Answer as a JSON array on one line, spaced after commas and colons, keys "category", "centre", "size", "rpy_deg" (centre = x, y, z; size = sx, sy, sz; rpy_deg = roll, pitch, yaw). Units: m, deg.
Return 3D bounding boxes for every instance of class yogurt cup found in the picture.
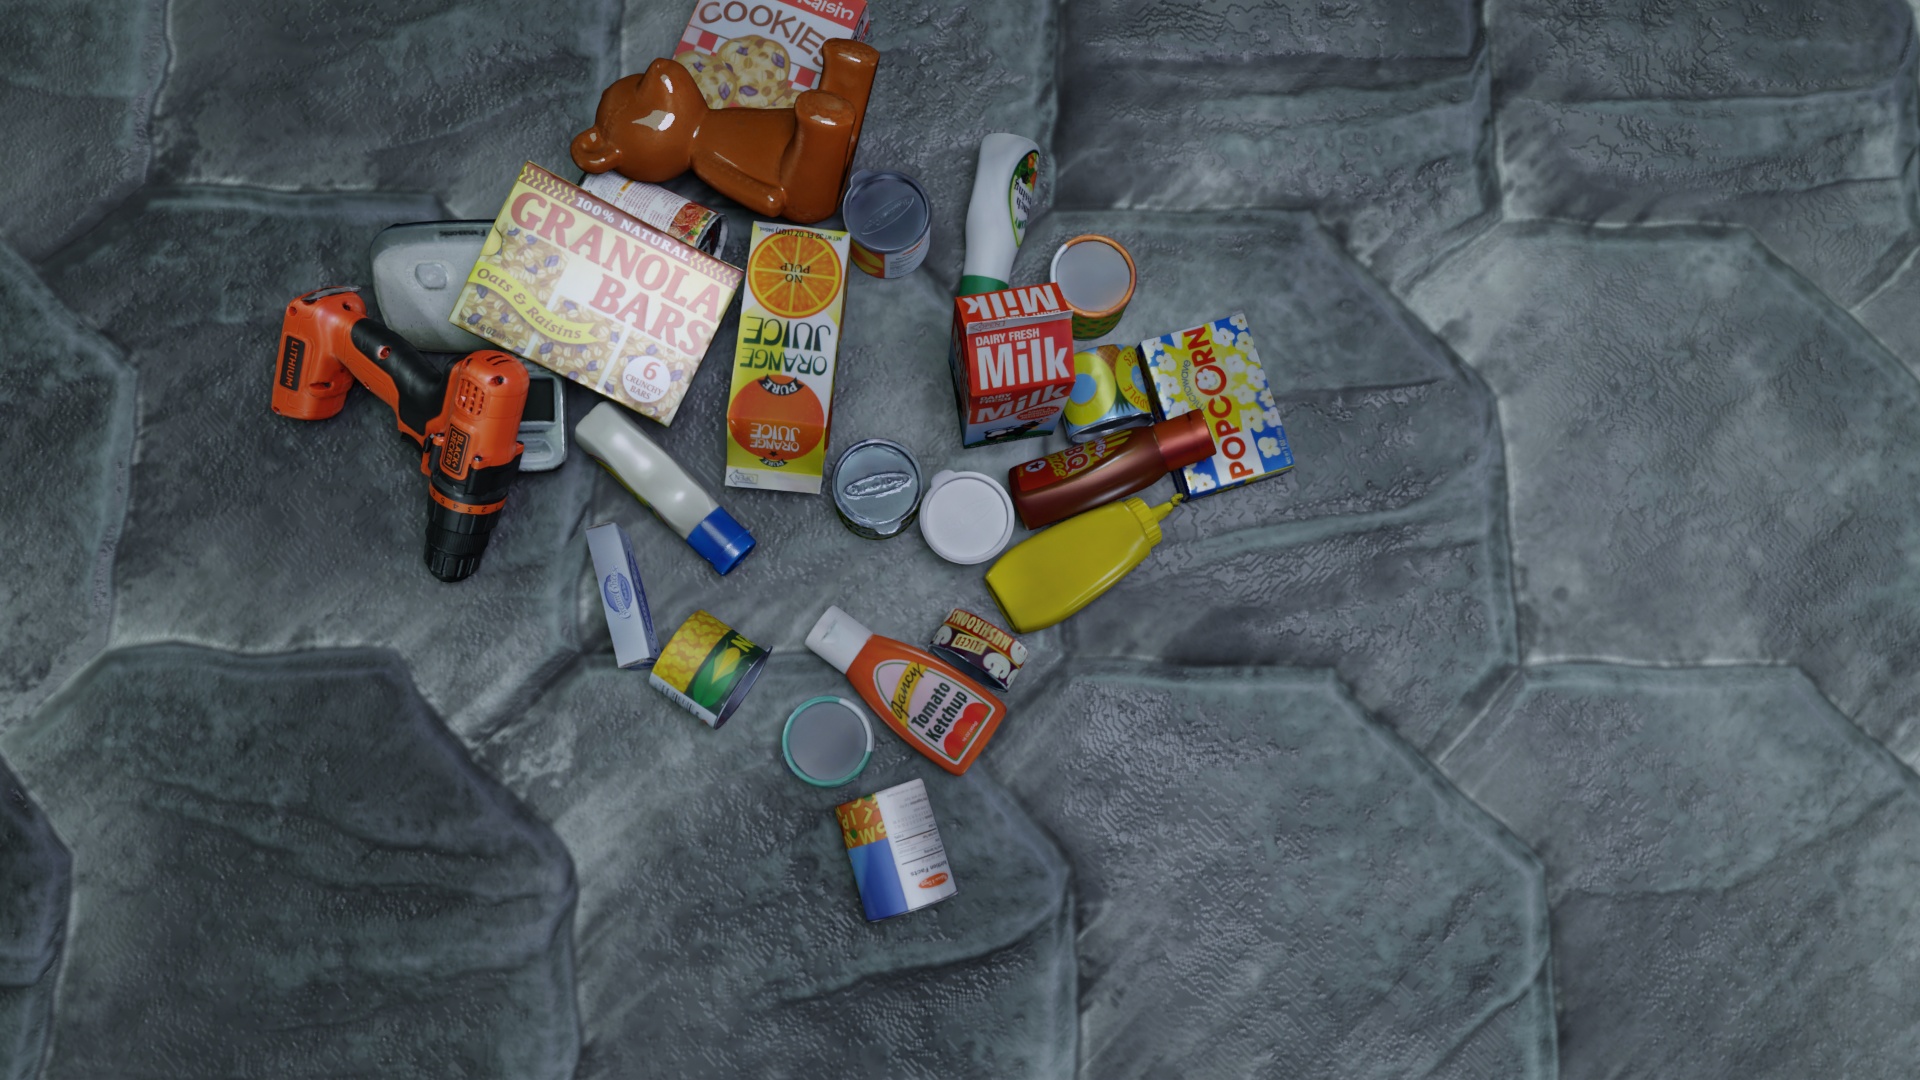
[{"category": "yogurt cup", "centre": [0.004, -0.013, 1.021], "size": [0.072, 0.054, 0.072], "rpy_deg": [1, 80, -3]}]

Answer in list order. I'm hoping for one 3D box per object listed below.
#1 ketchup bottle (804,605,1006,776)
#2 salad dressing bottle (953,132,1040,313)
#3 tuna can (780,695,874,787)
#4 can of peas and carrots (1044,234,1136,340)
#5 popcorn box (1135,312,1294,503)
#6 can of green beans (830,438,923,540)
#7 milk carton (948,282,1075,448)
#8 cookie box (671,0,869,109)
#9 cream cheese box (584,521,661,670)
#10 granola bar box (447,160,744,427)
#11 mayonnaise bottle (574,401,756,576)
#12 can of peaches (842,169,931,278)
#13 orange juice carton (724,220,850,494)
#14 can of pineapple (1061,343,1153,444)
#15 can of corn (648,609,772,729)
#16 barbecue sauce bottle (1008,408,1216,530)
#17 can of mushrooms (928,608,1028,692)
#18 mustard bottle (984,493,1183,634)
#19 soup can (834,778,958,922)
[{"category": "ketchup bottle", "centre": [-0.043, 0.104, 1.003], "size": [0.149, 0.043, 0.065], "rpy_deg": [35, 83, 4]}, {"category": "salad dressing bottle", "centre": [0.026, -0.233, 1.061], "size": [0.044, 0.064, 0.147], "rpy_deg": [10, 88, 18]}, {"category": "tuna can", "centre": [-0.097, 0.146, 0.998], "size": [0.071, 0.032, 0.071], "rpy_deg": [1, 80, -3]}, {"category": "can of peas and carrots", "centre": [0.100, -0.192, 1.056], "size": [0.071, 0.058, 0.071], "rpy_deg": [0, 81, -3]}, {"category": "popcorn box", "centre": [0.191, -0.100, 1.054], "size": [0.085, 0.038, 0.127], "rpy_deg": [-16, 81, -4]}, {"category": "can of green beans", "centre": [-0.061, -0.036, 1.019], "size": [0.071, 0.057, 0.071], "rpy_deg": [1, 80, -3]}, {"category": "milk carton", "centre": [0.034, -0.125, 0.973], "size": [0.072, 0.190, 0.073], "rpy_deg": [-9, 81, -5]}, {"category": "cookie box", "centre": [-0.158, -0.362, 1.082], "size": [0.123, 0.040, 0.167], "rpy_deg": [21, 79, 1]}, {"category": "cream cheese box", "centre": [-0.241, 0.041, 0.998], "size": [0.024, 0.053, 0.104], "rpy_deg": [-16, 81, -3]}, {"category": "granola bar box", "centre": [-0.253, -0.170, 0.974], "size": [0.165, 0.039, 0.124], "rpy_deg": [26, 88, -13]}, {"category": "mayonnaise bottle", "centre": [-0.214, -0.037, 1.011], "size": [0.148, 0.064, 0.041], "rpy_deg": [44, 80, 1]}, {"category": "can of peaches", "centre": [-0.057, -0.241, 1.057], "size": [0.071, 0.058, 0.071], "rpy_deg": [0, 80, -2]}, {"category": "orange juice carton", "centre": [-0.127, -0.131, 1.025], "size": [0.072, 0.073, 0.193], "rpy_deg": [6, 80, -3]}, {"category": "can of pineapple", "centre": [0.107, -0.109, 1.037], "size": [0.071, 0.071, 0.058], "rpy_deg": [-12, 81, -5]}, {"category": "can of corn", "centre": [-0.177, 0.089, 0.987], "size": [0.058, 0.071, 0.071], "rpy_deg": [33, 80, 3]}, {"category": "barbecue sauce bottle", "centre": [0.111, -0.054, 1.014], "size": [0.148, 0.065, 0.043], "rpy_deg": [-20, 115, 9]}, {"category": "can of mushrooms", "centre": [0.013, 0.078, 0.997], "size": [0.071, 0.071, 0.033], "rpy_deg": [31, 79, 3]}, {"category": "mustard bottle", "centre": [0.098, 0.009, 1.025], "size": [0.160, 0.048, 0.065], "rpy_deg": [-29, 83, -8]}, {"category": "soup can", "centre": [-0.047, 0.217, 0.973], "size": [0.071, 0.071, 0.084], "rpy_deg": [-17, 81, -6]}]
